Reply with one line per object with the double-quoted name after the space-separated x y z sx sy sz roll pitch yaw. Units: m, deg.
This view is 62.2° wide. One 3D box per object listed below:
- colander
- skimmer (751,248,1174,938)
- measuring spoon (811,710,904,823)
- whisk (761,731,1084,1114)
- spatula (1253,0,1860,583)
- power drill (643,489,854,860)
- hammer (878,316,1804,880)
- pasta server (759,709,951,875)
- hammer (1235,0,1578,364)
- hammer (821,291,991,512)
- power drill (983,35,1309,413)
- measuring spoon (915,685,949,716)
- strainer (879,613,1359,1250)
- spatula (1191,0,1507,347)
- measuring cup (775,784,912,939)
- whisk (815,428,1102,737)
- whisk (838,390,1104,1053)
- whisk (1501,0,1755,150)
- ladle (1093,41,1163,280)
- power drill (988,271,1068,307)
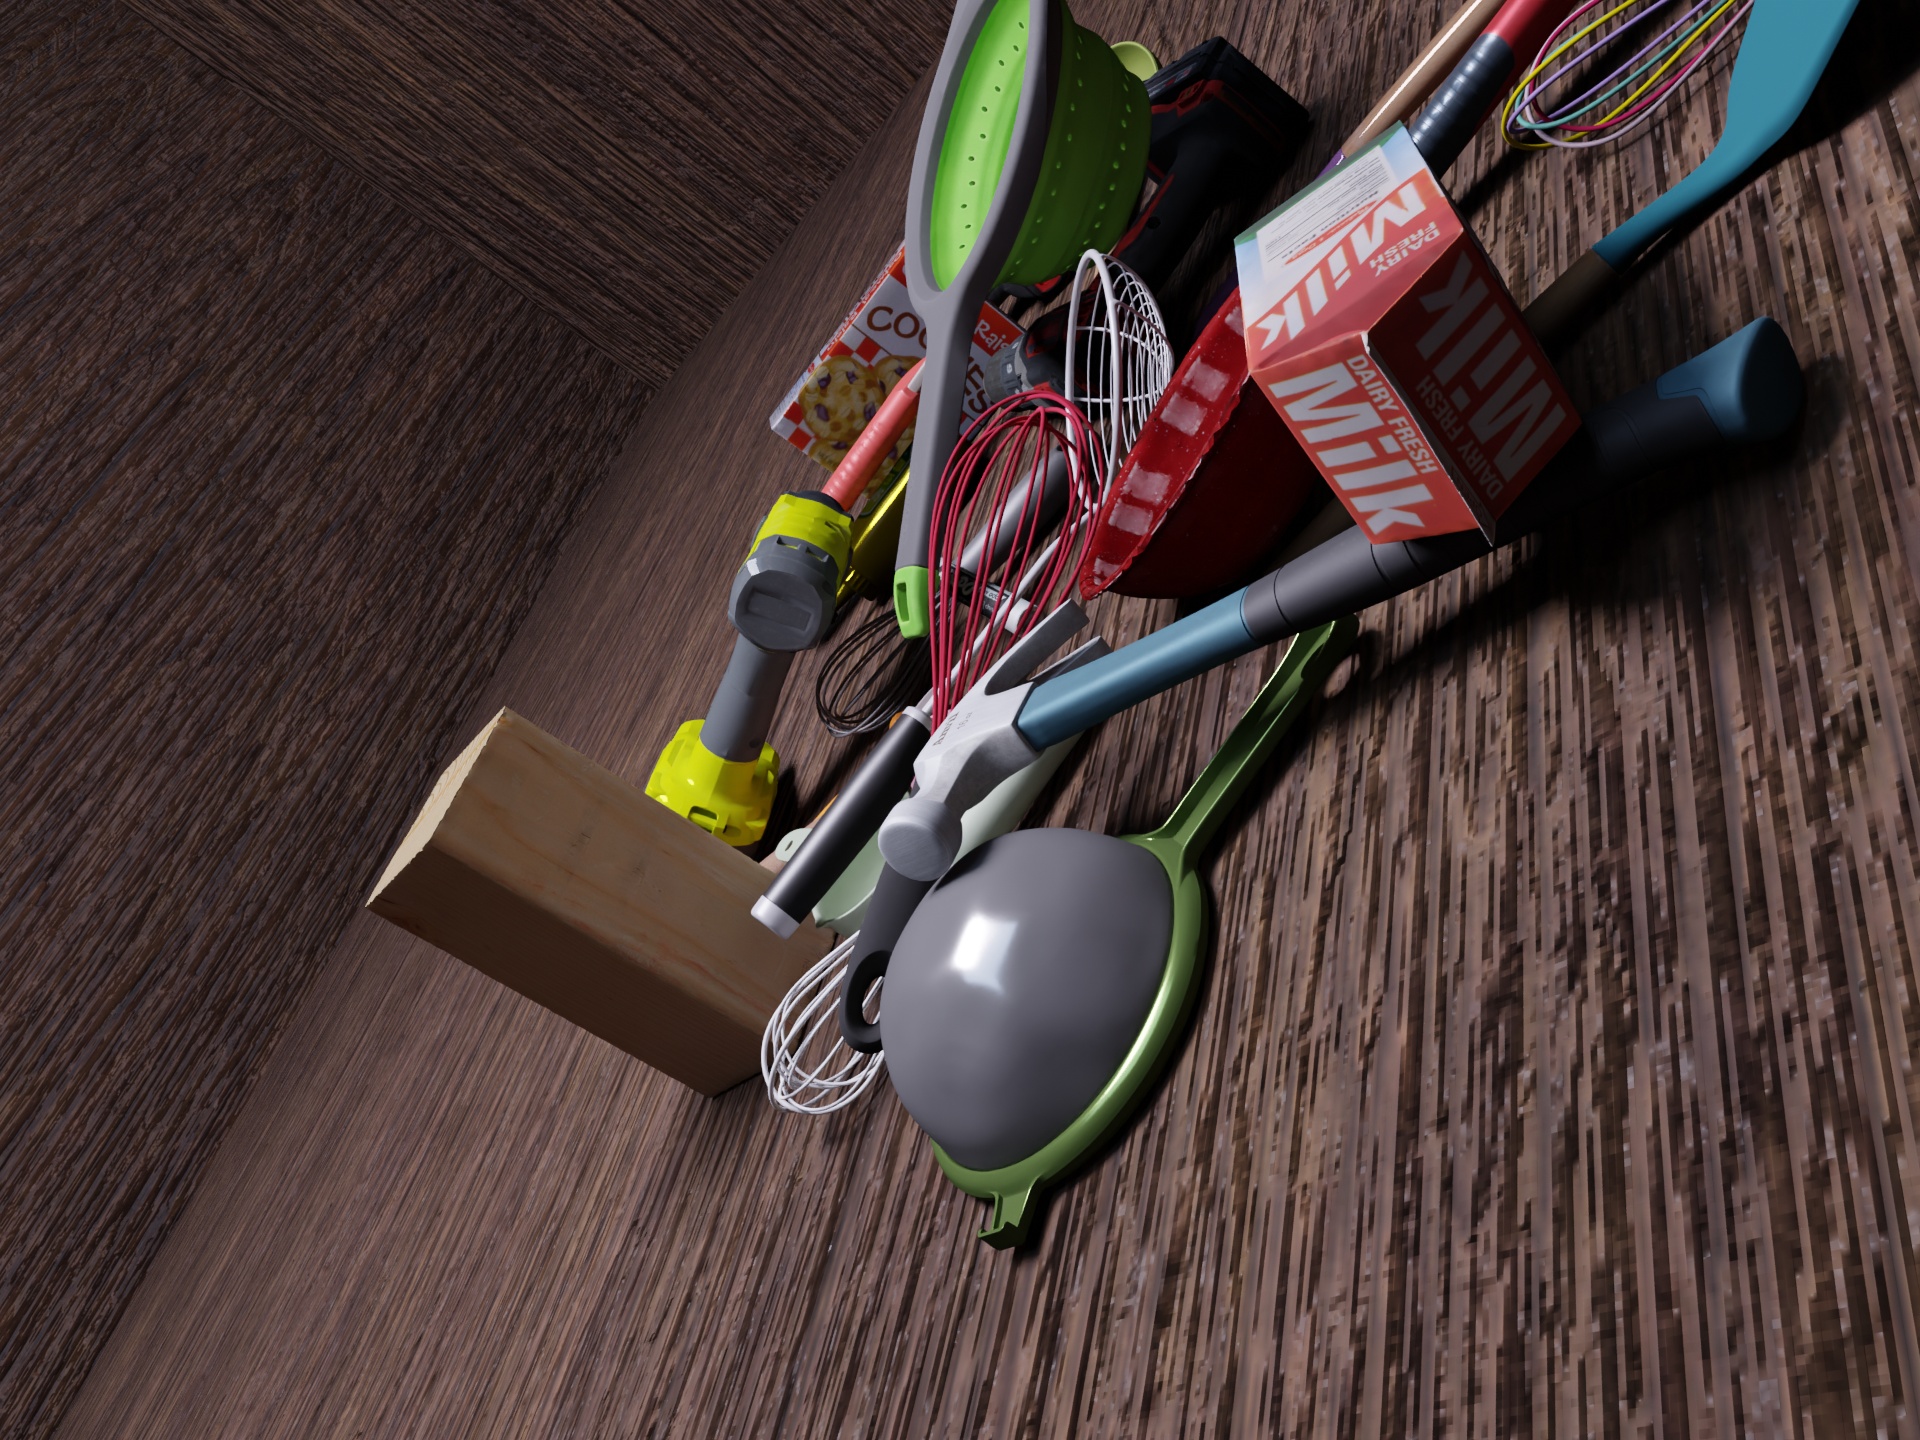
0.033 -0.236 0.883 0.204 0.094 0.397 176 103 -70 "colander"
-0.007 -0.065 0.773 0.363 0.090 0.127 -54 0 -11 "skimmer"
-0.066 0.037 0.937 0.117 0.011 0.021 -49 21 17 "measuring spoon"
-0.008 0.073 0.713 0.058 0.059 0.246 32 82 33 "whisk"
0.207 -0.154 0.581 0.317 0.044 0.082 -47 18 24 "spatula"
-0.125 -0.028 0.980 0.171 0.080 0.223 -84 17 -64 "power drill"
0.114 -0.041 0.544 0.331 0.033 0.128 -26 21 35 "hammer"
-0.074 0.069 0.891 0.316 0.040 0.060 -38 26 48 "pasta server"
0.246 -0.298 0.690 0.386 0.038 0.143 -53 -14 27 "hammer"
-0.045 -0.212 1.106 0.359 0.036 0.149 -51 6 25 "hammer"
0.101 -0.289 0.988 0.227 0.080 0.188 -62 21 -8 "power drill"
-0.041 0.028 0.900 0.124 0.018 0.034 -51 8 30 "measuring spoon"
0.047 0.051 0.580 0.256 0.069 0.152 -55 20 6 "strainer"
0.214 -0.304 0.799 0.315 0.018 0.060 -45 19 43 "spatula"
-0.053 0.075 0.807 0.083 0.038 0.167 -58 21 -15 "measuring cup"
-0.002 -0.081 0.938 0.239 0.055 0.055 -46 21 11 "whisk"
-0.001 -0.002 0.682 0.073 0.073 0.296 2 75 67 "whisk"
0.308 -0.292 0.581 0.245 0.047 0.051 -33 28 37 "whisk"
0.109 -0.397 1.165 0.078 0.062 0.320 -35 31 40 "ladle"
0.007 -0.341 1.281 0.219 0.078 0.143 -38 26 32 "power drill"
